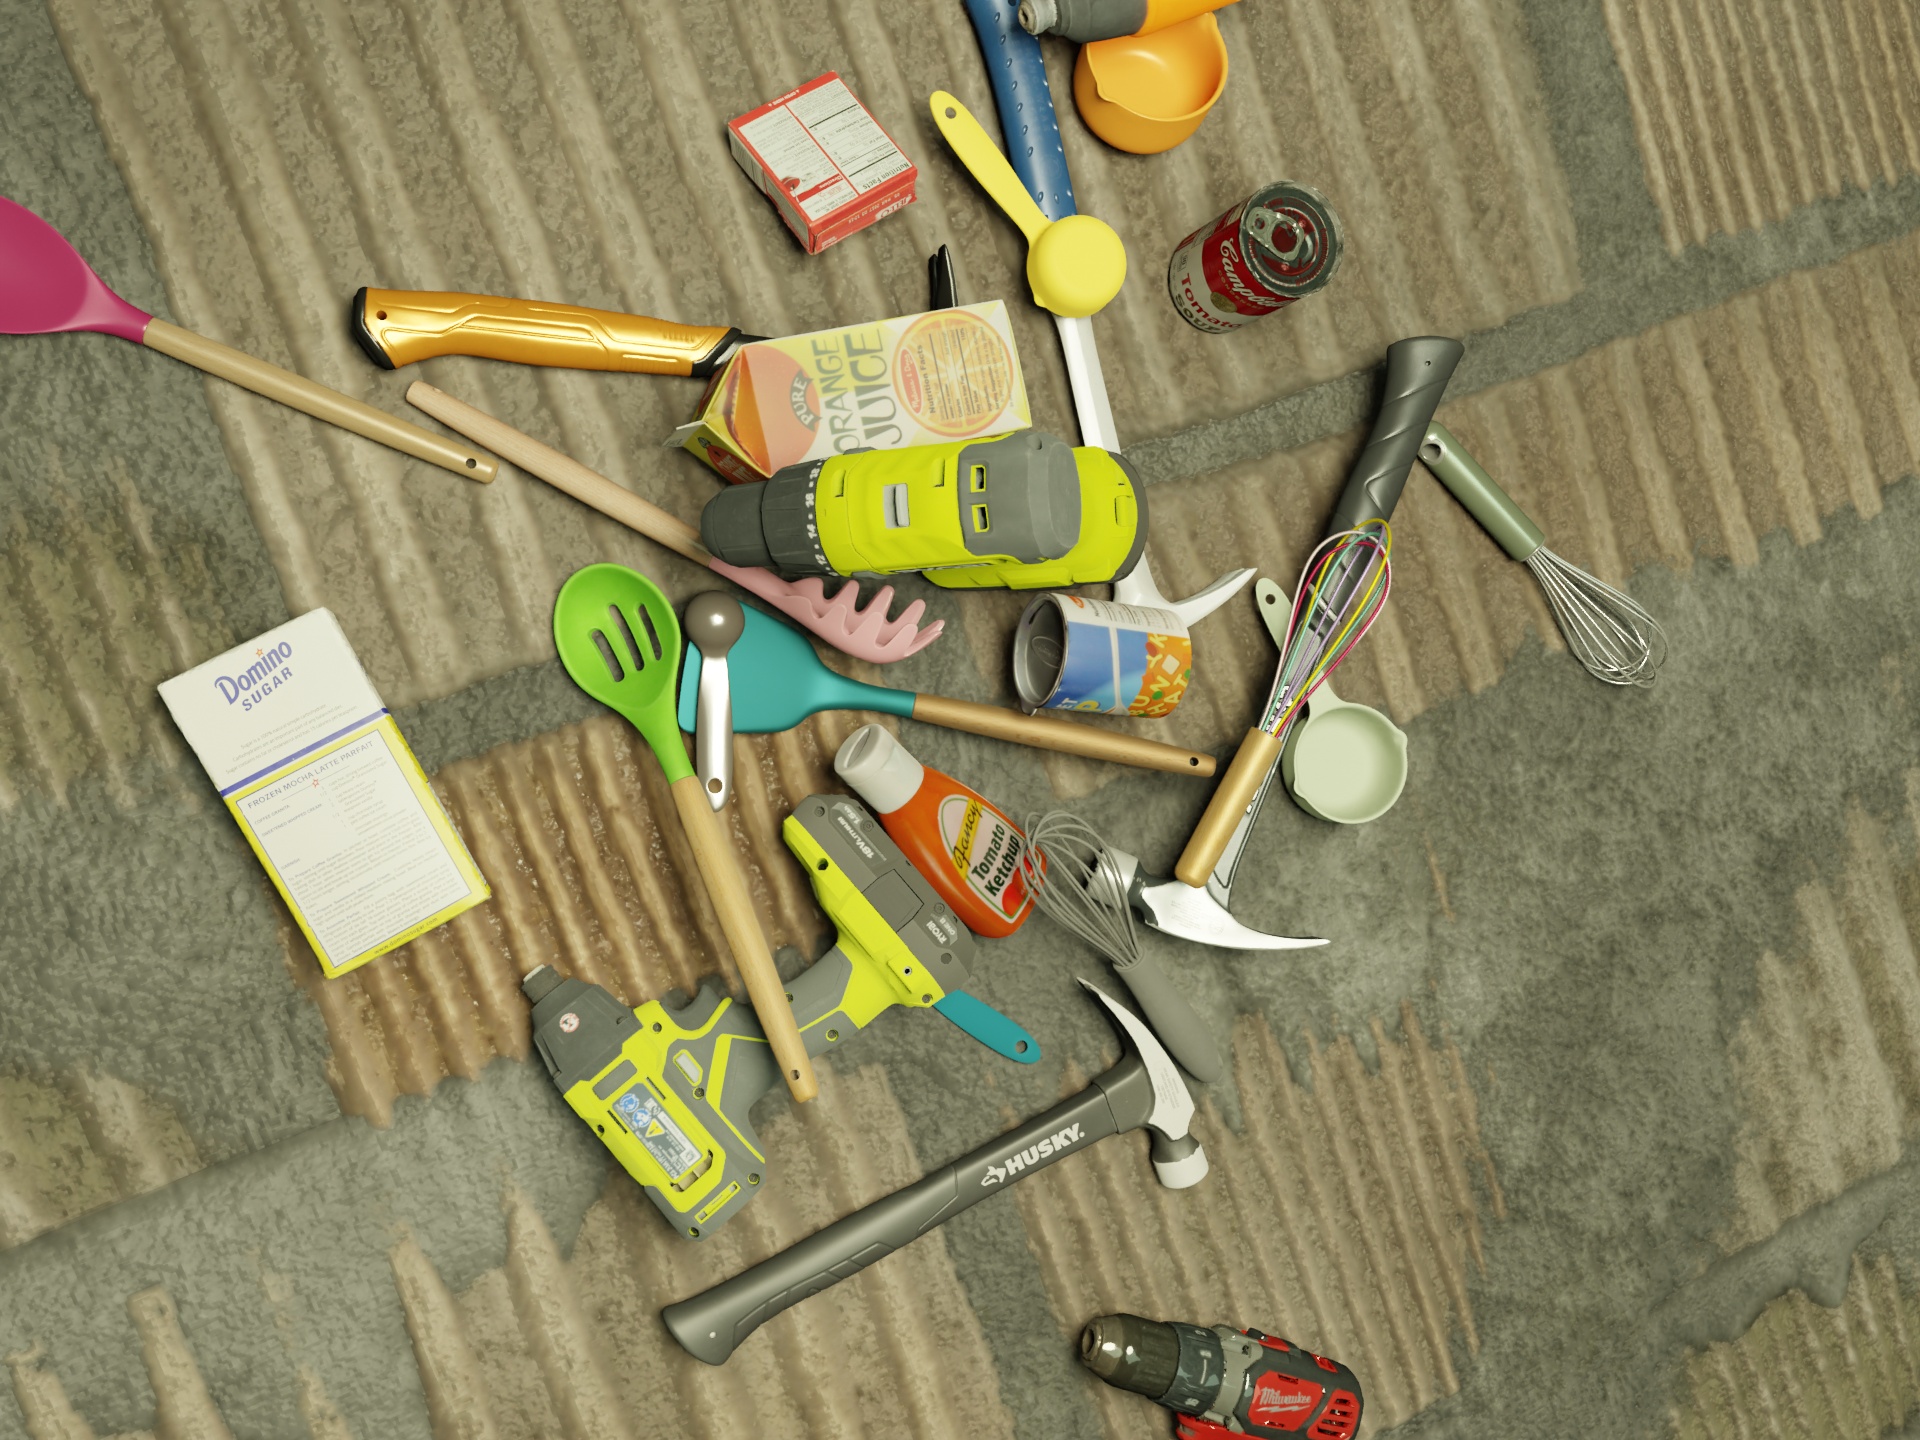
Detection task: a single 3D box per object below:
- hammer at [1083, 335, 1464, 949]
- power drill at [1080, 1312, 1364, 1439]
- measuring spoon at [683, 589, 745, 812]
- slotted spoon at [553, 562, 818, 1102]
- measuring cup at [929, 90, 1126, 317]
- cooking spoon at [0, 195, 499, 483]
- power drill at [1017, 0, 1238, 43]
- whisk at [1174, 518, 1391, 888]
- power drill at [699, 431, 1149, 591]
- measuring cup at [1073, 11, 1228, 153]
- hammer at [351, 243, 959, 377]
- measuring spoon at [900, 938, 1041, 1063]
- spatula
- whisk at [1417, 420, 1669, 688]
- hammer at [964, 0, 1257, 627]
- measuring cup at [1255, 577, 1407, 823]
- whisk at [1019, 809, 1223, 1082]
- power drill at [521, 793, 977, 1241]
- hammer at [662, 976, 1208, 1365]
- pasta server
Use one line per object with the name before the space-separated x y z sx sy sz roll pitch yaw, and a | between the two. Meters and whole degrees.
hammer | 0.222 -0.051 0.982 0.149 0.036 0.409 23 86 3
power drill | 0.135 0.482 0.975 0.187 0.080 0.227 21 81 -17
measuring spoon | -0.136 -0.011 0.880 0.034 0.018 0.124 0 88 -12
slotted spoon | -0.142 0.057 0.858 0.070 0.031 0.314 -26 77 8
measuring cup | 0.038 -0.303 0.921 0.062 0.029 0.156 -45 104 -12
cooking spoon | -0.397 -0.192 0.830 0.318 0.017 0.069 22 85 -16
power drill | 0.068 -0.498 0.916 0.164 0.084 0.226 -27 84 -15
whisk | 0.192 -0.011 0.946 0.051 0.047 0.245 28 91 -54
power drill | -0.008 -0.107 0.843 0.190 0.228 0.080 -2 94 23
measuring cup | 0.084 -0.420 0.966 0.095 0.052 0.173 -41 86 -16
hammer | -0.162 -0.218 0.895 0.336 0.034 0.127 1 91 -17
measuring spoon | -0.001 0.172 0.955 0.128 0.021 0.042 35 81 -13
spatula | -0.001 -0.003 0.927 0.317 0.044 0.082 11 83 -6
whisk | 0.388 -0.110 1.066 0.246 0.058 0.059 44 44 -10
hammer | 0.074 -0.244 0.968 0.144 0.035 0.405 -15 95 -16
measuring cup | 0.224 -0.013 1.019 0.083 0.038 0.167 -25 88 -11
whisk | 0.101 0.141 0.954 0.055 0.055 0.238 -42 120 -13
power drill | -0.118 0.150 0.885 0.223 0.080 0.171 -40 86 -10
hammer | -0.017 0.279 0.941 0.335 0.035 0.146 -24 104 -14
pasta server | -0.157 -0.111 0.877 0.316 0.060 0.040 28 108 -6
